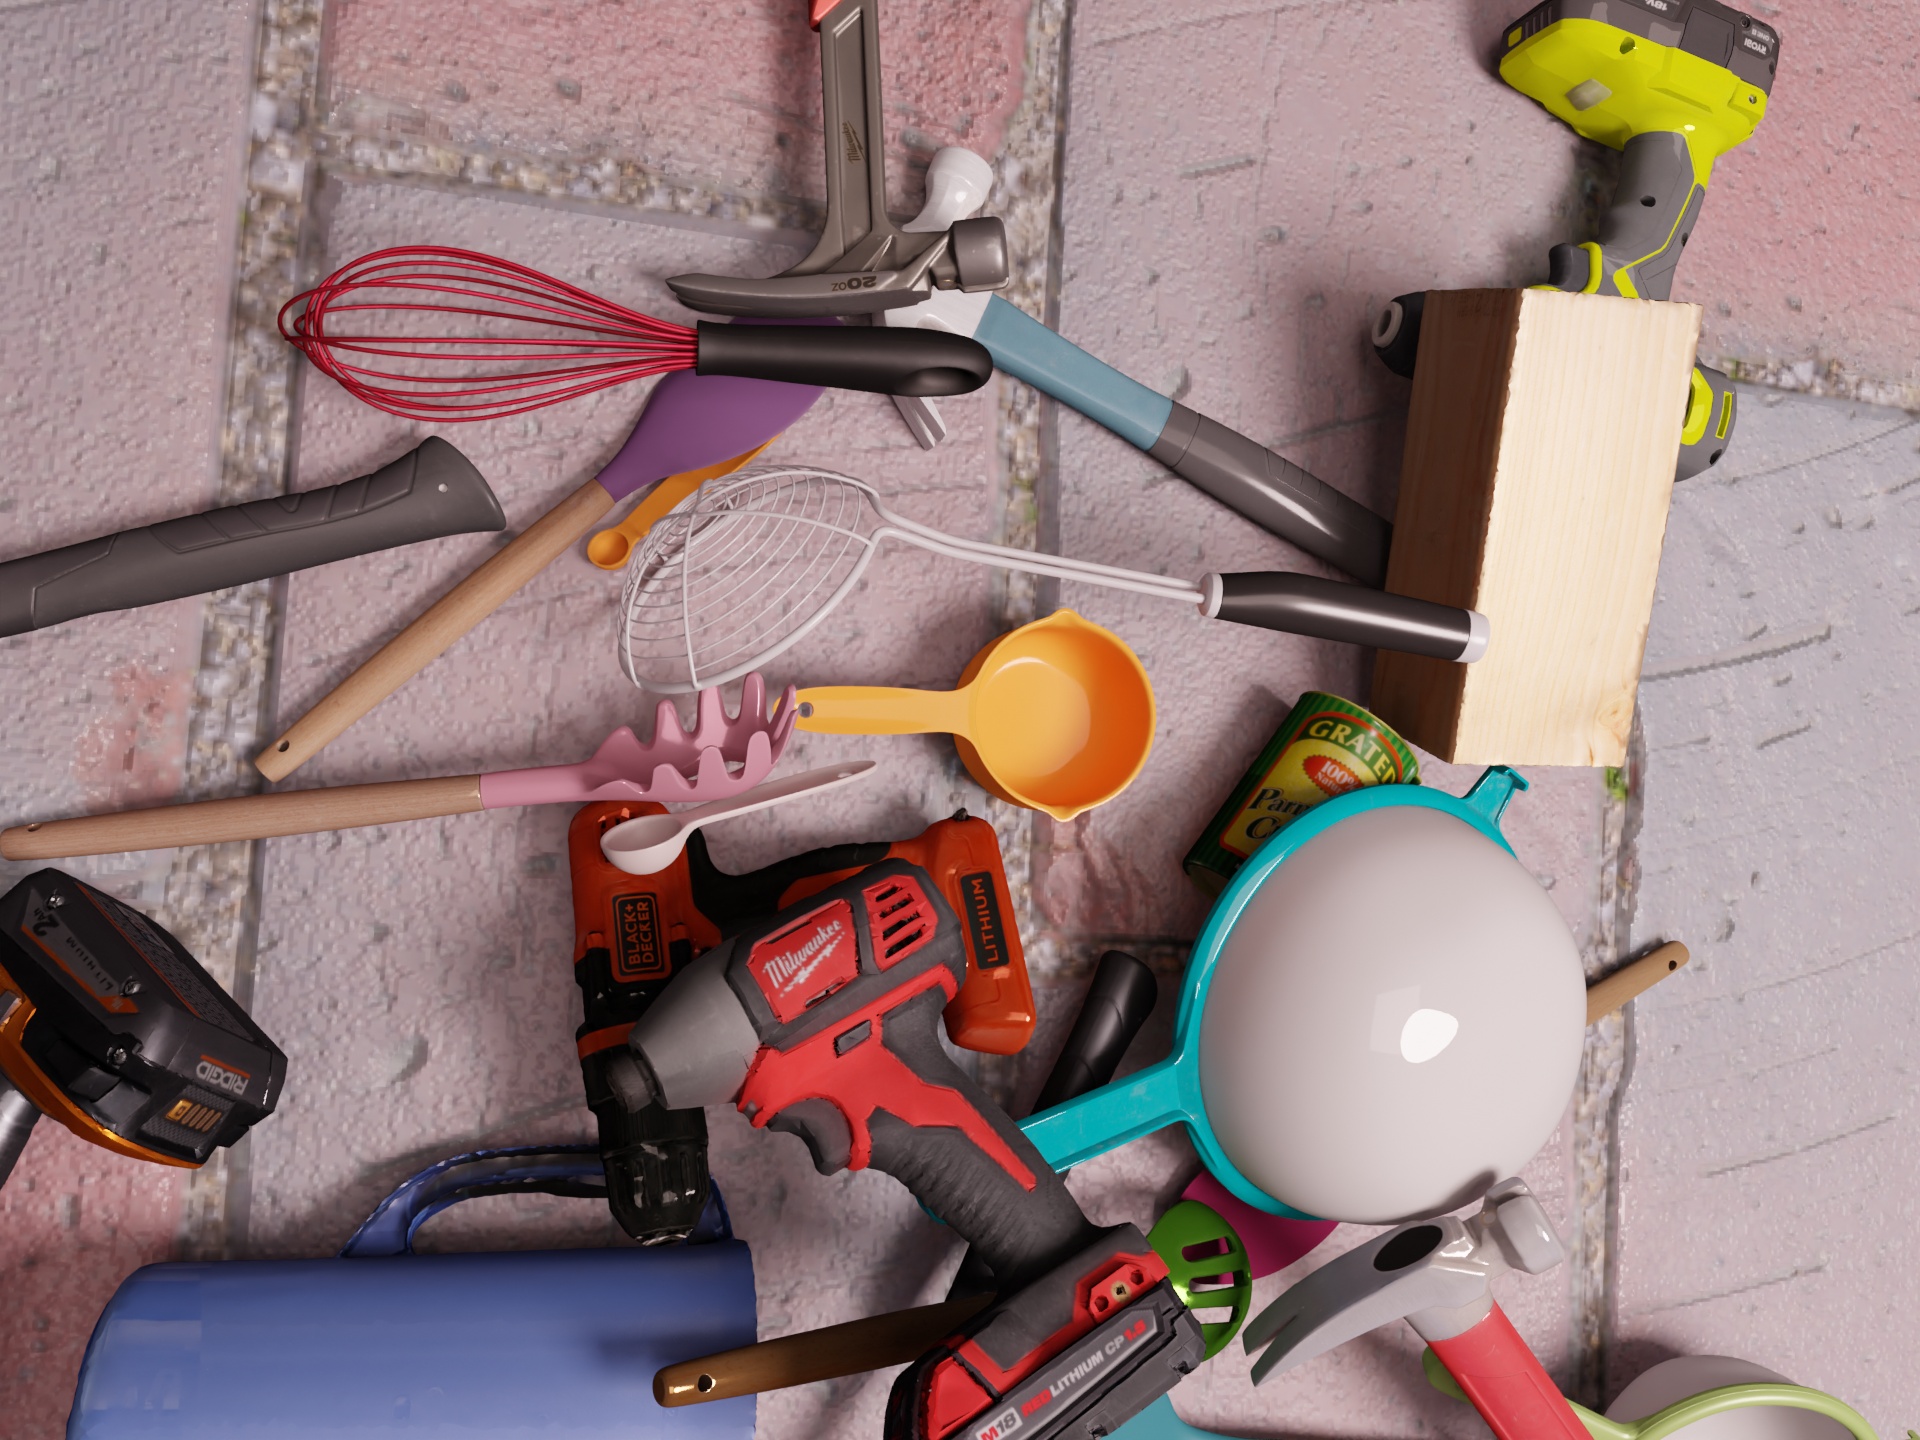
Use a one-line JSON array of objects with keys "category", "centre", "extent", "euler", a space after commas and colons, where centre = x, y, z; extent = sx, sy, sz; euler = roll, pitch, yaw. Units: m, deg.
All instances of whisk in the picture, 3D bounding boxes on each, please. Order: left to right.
[{"category": "whisk", "centre": [-0.131, -0.159, 0.672], "extent": [0.295, 0.073, 0.073], "euler": [1, 87, -11]}]

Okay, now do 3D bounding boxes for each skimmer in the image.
[{"category": "skimmer", "centre": [0.039, -0.041, 0.678], "extent": [0.363, 0.127, 0.090], "euler": [9, 130, -8]}]

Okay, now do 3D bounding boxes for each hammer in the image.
[{"category": "hammer", "centre": [-0.350, -0.049, 0.630], "extent": [0.334, 0.035, 0.146], "euler": [-16, 91, -16]}, {"category": "hammer", "centre": [-0.062, -0.359, 0.716], "extent": [0.149, 0.036, 0.359], "euler": [-3, 84, 4]}, {"category": "hammer", "centre": [-0.015, 0.284, 0.680], "extent": [0.036, 0.149, 0.409], "euler": [20, 72, 27]}, {"category": "hammer", "centre": [0.107, -0.136, 0.764], "extent": [0.331, 0.033, 0.128], "euler": [27, 80, -13]}, {"category": "hammer", "centre": [0.284, 0.375, 0.731], "extent": [0.143, 0.038, 0.386], "euler": [-33, 109, 12]}]

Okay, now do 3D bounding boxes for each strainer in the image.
[{"category": "strainer", "centre": [0.149, 0.155, 0.675], "extent": [0.340, 0.095, 0.211], "euler": [-16, 108, -24]}, {"category": "strainer", "centre": [0.325, 0.344, 0.779], "extent": [0.256, 0.069, 0.151], "euler": [29, 107, -12]}]

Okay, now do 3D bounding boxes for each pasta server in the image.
[{"category": "pasta server", "centre": [-0.222, 0.025, 0.642], "extent": [0.316, 0.060, 0.040], "euler": [-6, 119, -6]}]

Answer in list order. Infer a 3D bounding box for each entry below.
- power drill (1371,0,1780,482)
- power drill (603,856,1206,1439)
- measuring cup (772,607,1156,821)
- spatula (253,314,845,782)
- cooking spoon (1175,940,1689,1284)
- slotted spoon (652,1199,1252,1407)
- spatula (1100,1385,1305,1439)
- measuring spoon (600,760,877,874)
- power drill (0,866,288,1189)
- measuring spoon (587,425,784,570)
[{"category": "power drill", "centre": [0.314, -0.250, 0.807], "extent": [0.190, 0.080, 0.228], "euler": [14, 86, -15]}, {"category": "power drill", "centre": [-0.025, 0.168, 0.581], "extent": [0.143, 0.078, 0.220], "euler": [-26, 71, -24]}, {"category": "measuring cup", "centre": [-0.001, -0.002, 0.719], "extent": [0.173, 0.052, 0.095], "euler": [1, 87, -14]}, {"category": "spatula", "centre": [-0.172, -0.081, 0.688], "extent": [0.316, 0.018, 0.060], "euler": [-42, 74, -13]}, {"category": "cooking spoon", "centre": [0.241, 0.187, 0.795], "extent": [0.319, 0.017, 0.068], "euler": [-25, 101, -15]}, {"category": "slotted spoon", "centre": [0.018, 0.244, 0.646], "extent": [0.313, 0.031, 0.070], "euler": [6, 73, -39]}, {"category": "spatula", "centre": [0.180, 0.348, 0.743], "extent": [0.317, 0.044, 0.082], "euler": [15, 58, -22]}, {"category": "measuring spoon", "centre": [-0.088, 0.040, 0.659], "extent": [0.124, 0.034, 0.018], "euler": [-17, 112, -27]}, {"category": "power drill", "centre": [-0.353, 0.183, 0.561], "extent": [0.164, 0.084, 0.226], "euler": [31, 75, 30]}, {"category": "measuring spoon", "centre": [-0.118, -0.105, 0.711], "extent": [0.117, 0.011, 0.021], "euler": [-42, 69, -16]}]
